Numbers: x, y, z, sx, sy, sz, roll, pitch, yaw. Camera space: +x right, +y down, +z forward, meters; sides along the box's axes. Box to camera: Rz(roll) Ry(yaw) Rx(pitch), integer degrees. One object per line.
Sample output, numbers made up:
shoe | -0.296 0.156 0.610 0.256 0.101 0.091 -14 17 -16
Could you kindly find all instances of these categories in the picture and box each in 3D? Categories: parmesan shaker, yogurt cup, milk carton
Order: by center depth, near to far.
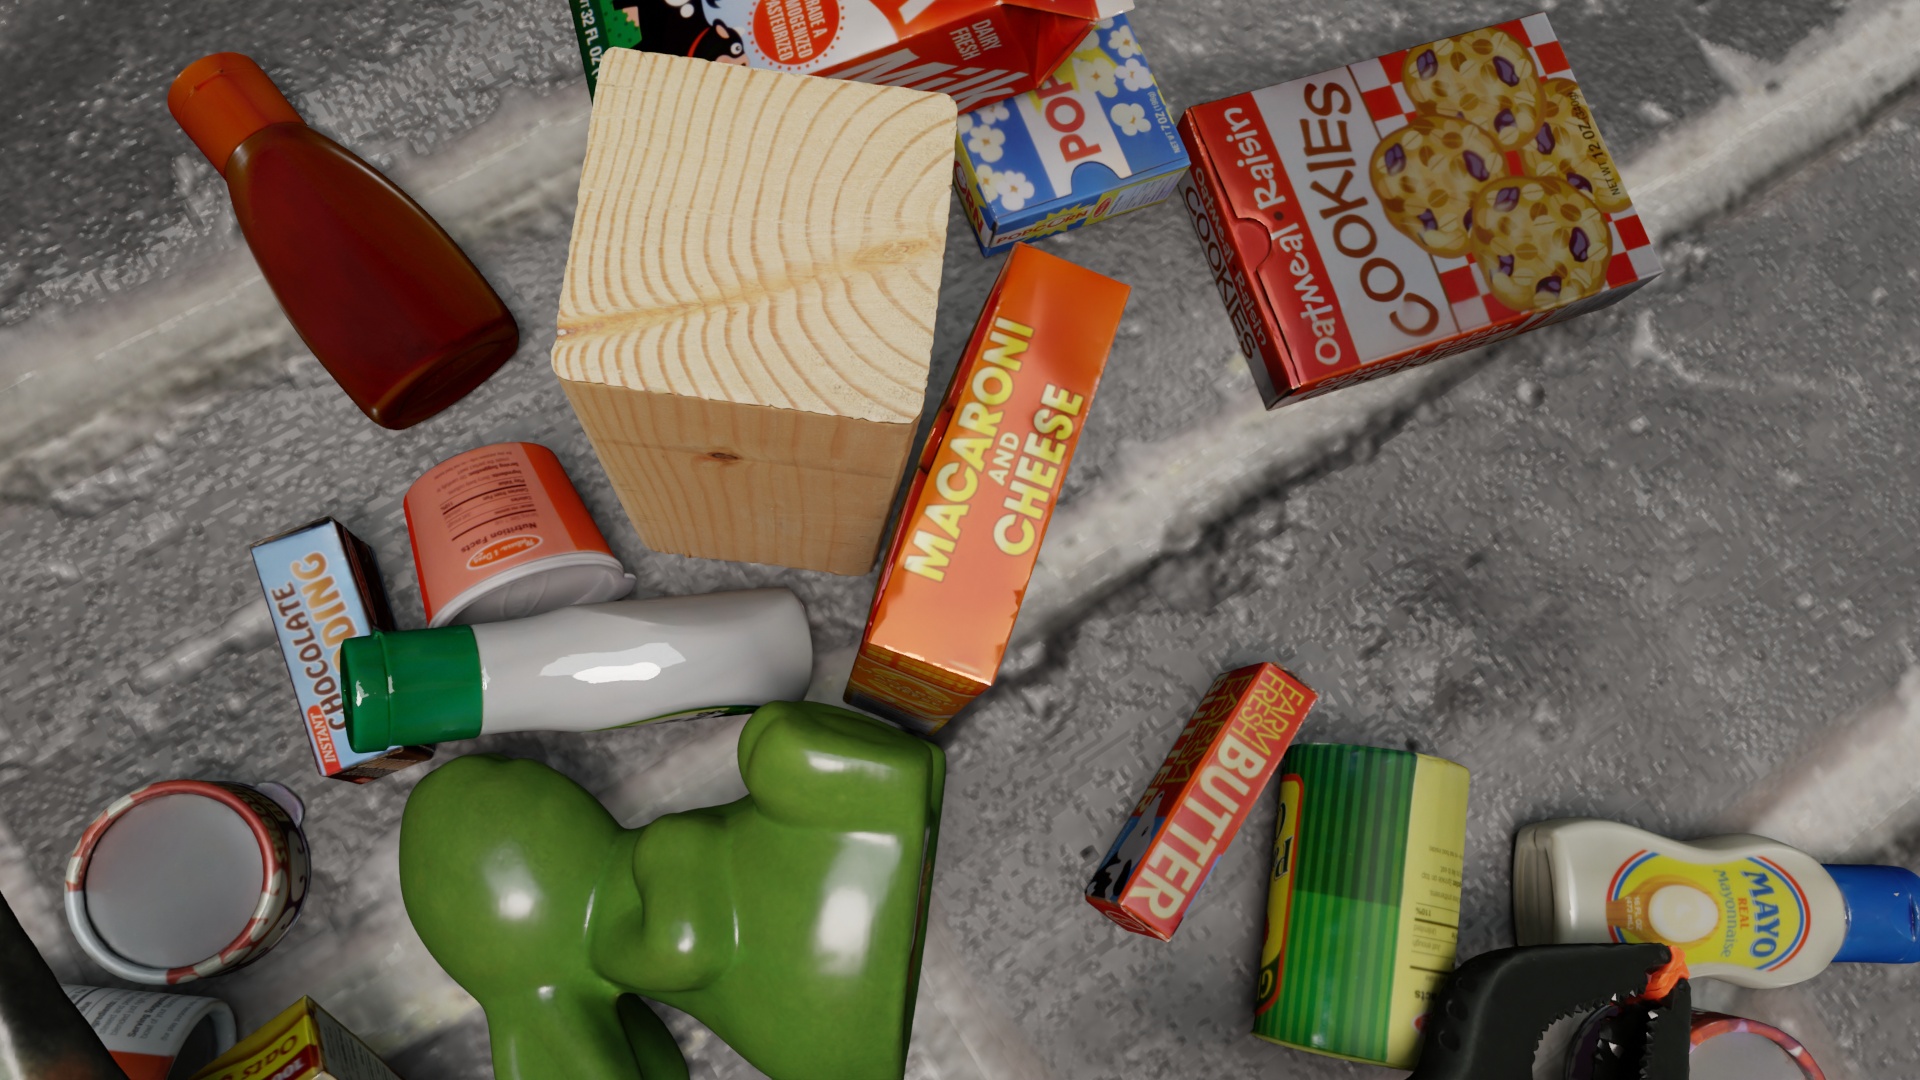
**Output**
yogurt cup | -0.159 0.002 0.485 0.072 0.072 0.054 -23 73 -11
parmesan shaker | 0.143 0.129 0.494 0.071 0.071 0.103 11 76 -4
milk carton | -0.037 -0.193 0.506 0.190 0.073 0.072 -15 82 11

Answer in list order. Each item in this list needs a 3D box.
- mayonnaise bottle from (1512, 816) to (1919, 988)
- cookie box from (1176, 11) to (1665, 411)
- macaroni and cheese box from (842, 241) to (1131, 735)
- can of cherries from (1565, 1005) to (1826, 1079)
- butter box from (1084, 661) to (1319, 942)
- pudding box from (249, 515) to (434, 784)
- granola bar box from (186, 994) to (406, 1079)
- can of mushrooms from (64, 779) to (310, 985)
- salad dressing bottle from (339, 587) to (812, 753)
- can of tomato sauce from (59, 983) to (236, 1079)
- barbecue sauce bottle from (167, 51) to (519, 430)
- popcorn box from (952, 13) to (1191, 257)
mayonnaise bottle | 0.285 0.138 0.519 0.148 0.041 0.065 3 79 -6
cookie box | 0.183 -0.136 0.569 0.168 0.040 0.123 -18 80 -10
macaroni and cheese box | 0.002 -0.006 0.453 0.040 0.166 0.124 21 76 -1
can of cherries | 0.263 0.198 0.495 0.071 0.058 0.071 1 78 -6
butter box | 0.085 0.092 0.499 0.024 0.053 0.104 35 76 0
pudding box | -0.211 0.039 0.477 0.030 0.049 0.084 -19 81 -12
granola bar box | -0.223 0.229 0.405 0.166 0.039 0.123 -35 123 -13
can of mushrooms | -0.255 0.111 0.464 0.071 0.033 0.071 1 77 -6
salad dressing bottle | -0.125 0.043 0.463 0.148 0.064 0.044 -4 93 -29
can of tomato sauce | -0.281 0.174 0.430 0.083 0.071 0.071 8 77 -6
barbecue sauce bottle | -0.232 -0.114 0.512 0.065 0.043 0.148 -39 84 -13
popcorn box | 0.027 -0.188 0.563 0.085 0.038 0.127 -20 80 -12
